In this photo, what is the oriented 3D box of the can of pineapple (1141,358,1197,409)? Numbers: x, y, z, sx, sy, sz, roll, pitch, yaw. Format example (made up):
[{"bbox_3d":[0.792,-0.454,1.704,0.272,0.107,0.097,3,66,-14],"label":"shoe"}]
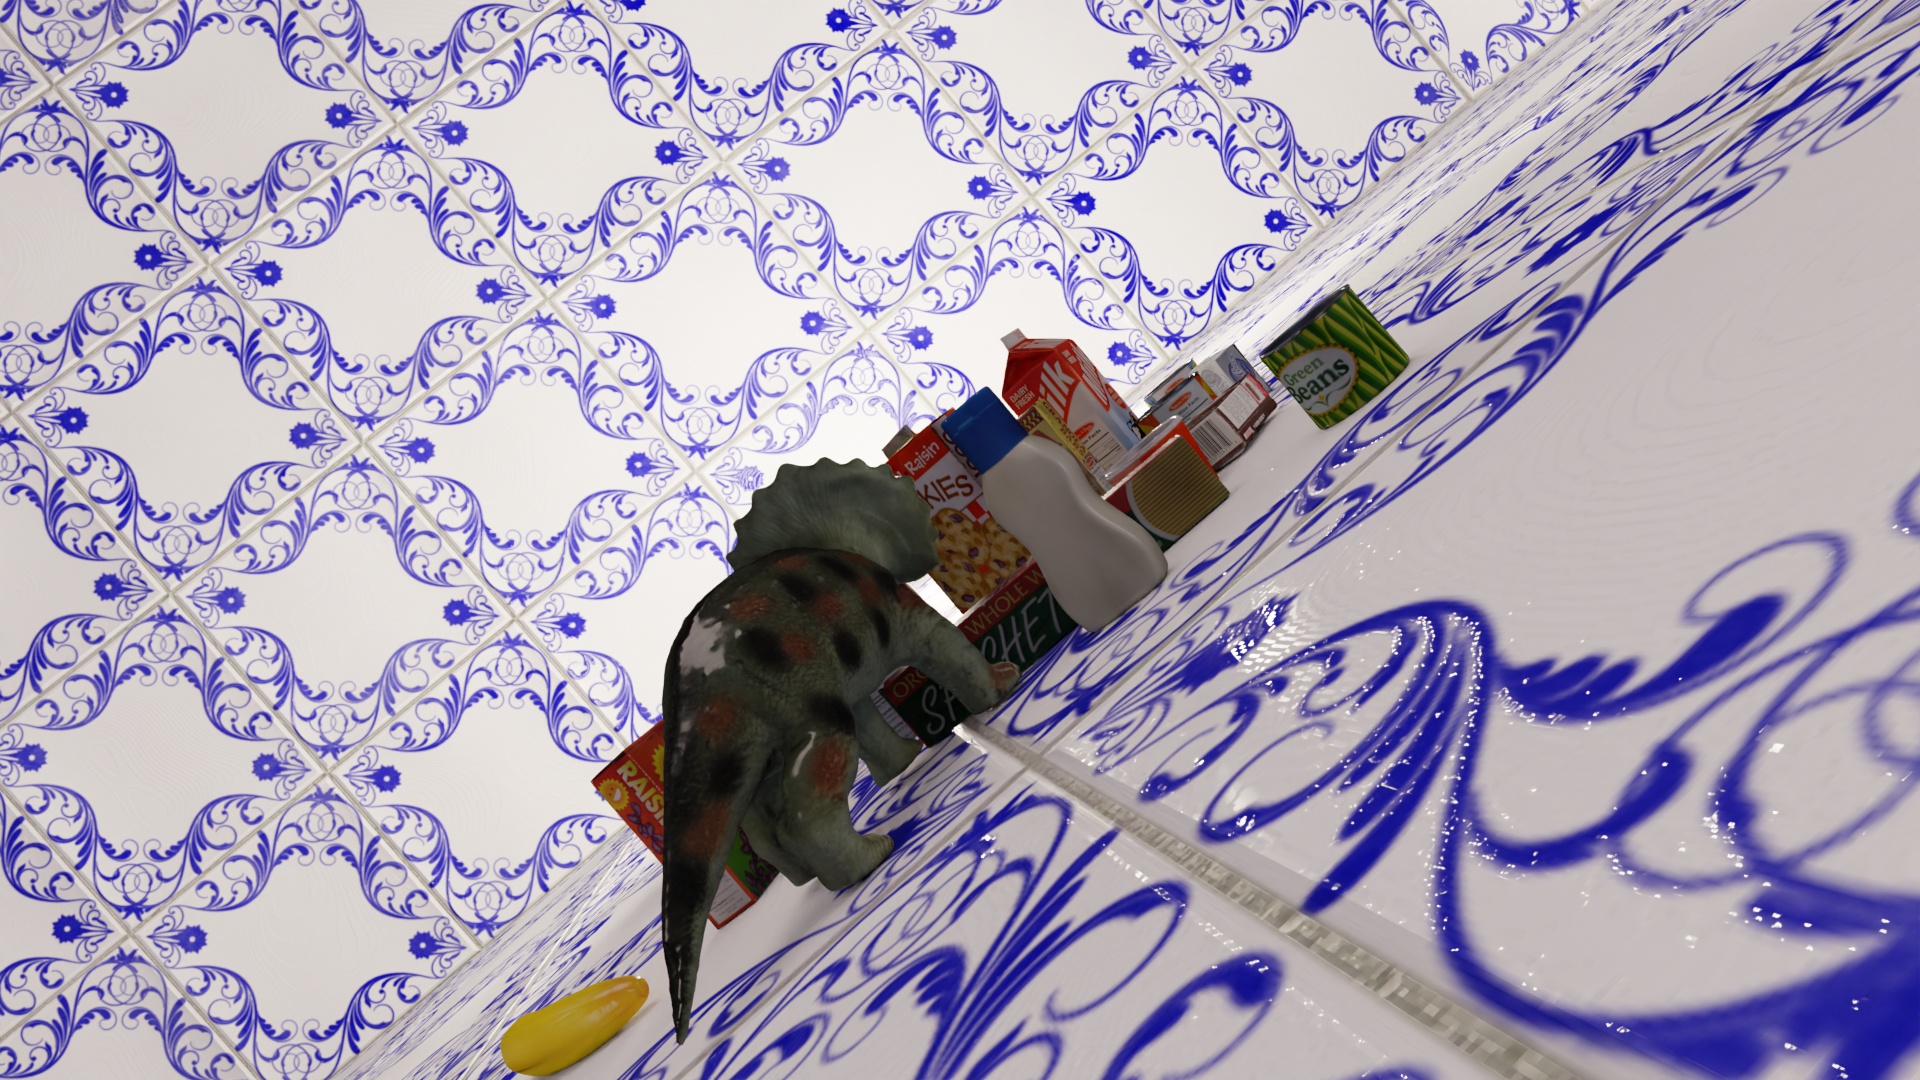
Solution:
[{"bbox_3d":[0.225,-0.140,1.389,0.071,0.058,0.071,-40,2,2],"label":"can of pineapple"}]

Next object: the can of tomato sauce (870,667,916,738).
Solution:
[{"bbox_3d":[-0.055,0.101,0.990,0.071,0.083,0.071,-40,2,2],"label":"can of tomato sauce"}]

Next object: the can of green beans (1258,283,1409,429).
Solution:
[{"bbox_3d":[0.220,-0.107,0.818,0.071,0.058,0.071,-40,2,2],"label":"can of green beans"}]

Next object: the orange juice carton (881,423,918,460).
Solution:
[{"bbox_3d":[-0.008,-0.034,1.429,0.073,0.192,0.071,-41,2,-30],"label":"orange juice carton"}]

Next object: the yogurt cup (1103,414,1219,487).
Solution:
[{"bbox_3d":[0.141,-0.046,0.961,0.072,0.054,0.072,-40,2,2],"label":"yogurt cup"}]

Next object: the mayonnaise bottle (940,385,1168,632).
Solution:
[{"bbox_3d":[0.050,-0.021,0.790,0.064,0.148,0.041,-40,2,22],"label":"mayonnaise bottle"}]

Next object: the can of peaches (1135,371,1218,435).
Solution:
[{"bbox_3d":[0.188,-0.097,1.146,0.071,0.058,0.071,-40,2,2],"label":"can of peaches"}]

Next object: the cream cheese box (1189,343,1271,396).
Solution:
[{"bbox_3d":[0.240,-0.143,1.243,0.024,0.053,0.104,-40,2,-2],"label":"cream cheese box"}]

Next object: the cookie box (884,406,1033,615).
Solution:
[{"bbox_3d":[0.004,-0.015,1.183,0.122,0.167,0.040,-38,3,47],"label":"cookie box"}]

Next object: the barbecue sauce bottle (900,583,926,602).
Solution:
[{"bbox_3d":[-0.081,0.057,1.448,0.064,0.148,0.044,-39,2,40],"label":"barbecue sauce bottle"}]

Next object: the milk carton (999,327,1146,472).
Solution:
[{"bbox_3d":[0.107,-0.123,1.313,0.073,0.190,0.072,-40,2,23],"label":"milk carton"}]

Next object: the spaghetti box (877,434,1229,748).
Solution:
[{"bbox_3d":[0.058,0.032,0.870,0.250,0.050,0.028,-40,2,-1],"label":"spaghetti box"}]

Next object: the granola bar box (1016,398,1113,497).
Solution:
[{"bbox_3d":[0.049,-0.028,1.248,0.165,0.124,0.039,-39,2,23],"label":"granola bar box"}]

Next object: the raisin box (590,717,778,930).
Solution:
[{"bbox_3d":[-0.166,0.173,0.887,0.040,0.123,0.086,-40,2,21],"label":"raisin box"}]
